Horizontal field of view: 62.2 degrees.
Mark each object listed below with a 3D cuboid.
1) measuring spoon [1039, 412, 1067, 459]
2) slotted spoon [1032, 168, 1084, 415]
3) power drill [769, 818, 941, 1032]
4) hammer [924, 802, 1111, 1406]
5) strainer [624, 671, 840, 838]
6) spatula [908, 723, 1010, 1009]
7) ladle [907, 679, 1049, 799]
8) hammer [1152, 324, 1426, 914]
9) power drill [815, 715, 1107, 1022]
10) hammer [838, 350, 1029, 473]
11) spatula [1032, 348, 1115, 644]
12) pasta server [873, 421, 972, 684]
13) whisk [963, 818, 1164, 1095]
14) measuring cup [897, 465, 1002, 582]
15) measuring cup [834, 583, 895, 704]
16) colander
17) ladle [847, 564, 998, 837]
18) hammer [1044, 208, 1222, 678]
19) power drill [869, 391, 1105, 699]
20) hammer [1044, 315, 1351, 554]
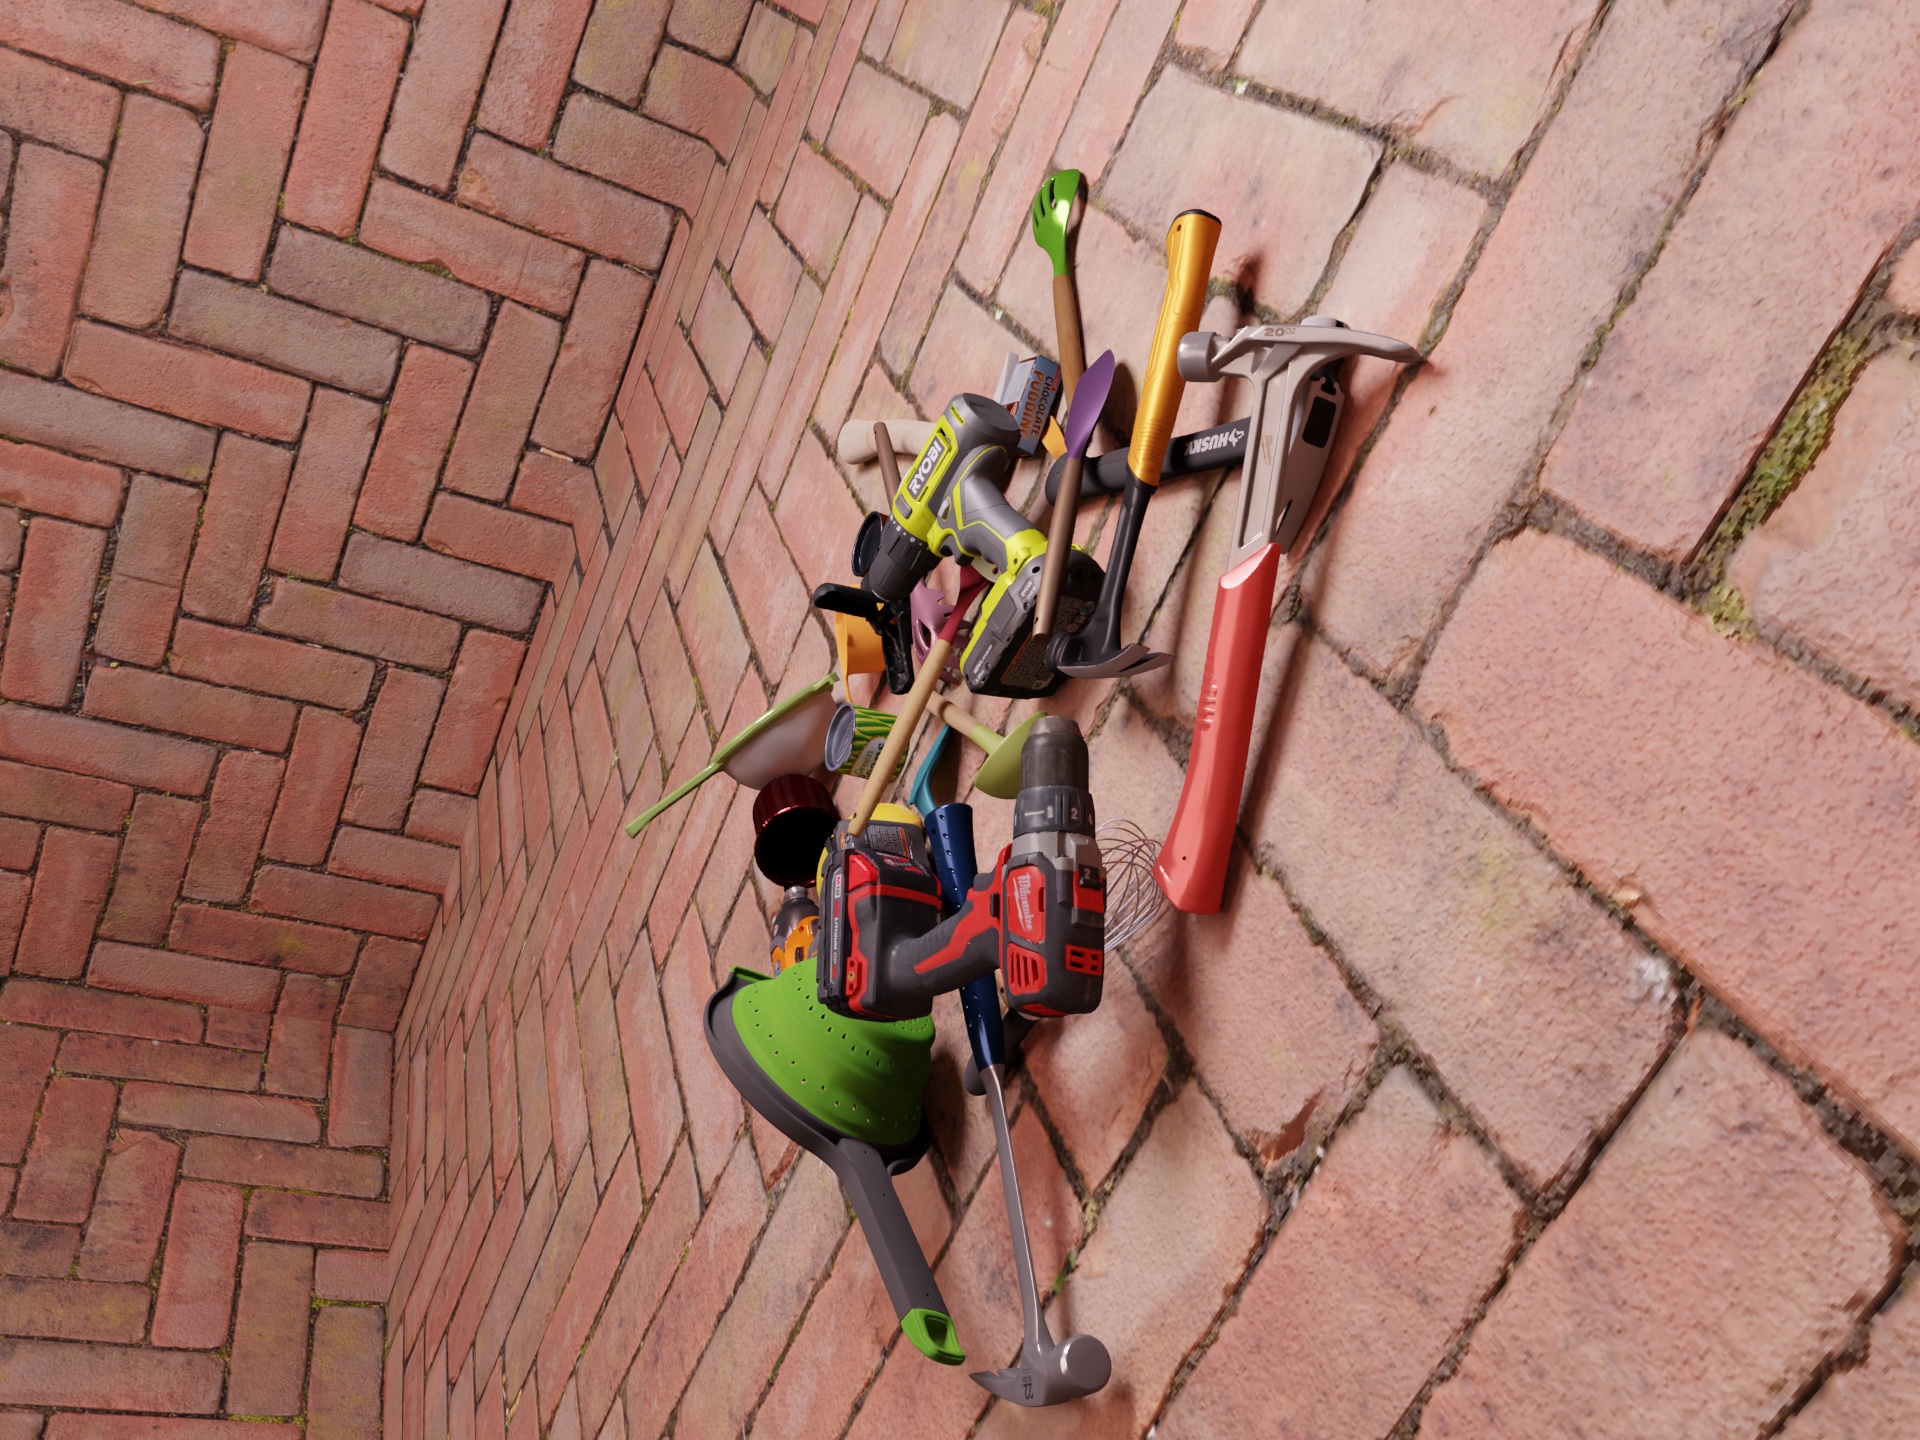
[{"bbox_3d":[0.083,-0.232,1.331,0.021,0.011,0.117,-59,26,23],"label":"measuring spoon"},{"bbox_3d":[0.090,-0.361,1.367,0.070,0.031,0.314,-44,41,48],"label":"slotted spoon"},{"bbox_3d":[-0.105,0.178,1.398,0.226,0.084,0.164,-54,40,44],"label":"power drill"},{"bbox_3d":[0.020,0.250,1.082,0.144,0.035,0.406,128,138,-53],"label":"hammer"},{"bbox_3d":[-0.214,0.057,1.592,0.256,0.069,0.151,-37,-3,-20],"label":"strainer"},{"bbox_3d":[0.004,0.112,1.290,0.082,0.044,0.318,-58,34,28],"label":"spatula"},{"bbox_3d":[-0.002,-0.004,1.314,0.078,0.062,0.320,-46,26,-5],"label":"ladle"},{"bbox_3d":[0.179,-0.059,0.968,0.149,0.036,0.359,10,93,32],"label":"hammer"},{"bbox_3d":[0.005,0.106,1.045,0.227,0.080,0.188,-18,64,45],"label":"power drill"},{"bbox_3d":[-0.038,-0.289,1.580,0.411,0.038,0.146,27,99,65],"label":"hammer"},{"bbox_3d":[0.083,-0.174,1.179,0.059,0.018,0.316,-40,27,44],"label":"spatula"},{"bbox_3d":[-0.043,-0.165,1.478,0.060,0.040,0.317,-52,40,40],"label":"pasta server"},{"bbox_3d":[0.063,0.174,1.101,0.070,0.070,0.284,-103,33,-45],"label":"whisk"},{"bbox_3d":[0.004,-0.163,1.362,0.083,0.038,0.168,-56,49,20],"label":"measuring cup"},{"bbox_3d":[-0.087,-0.048,1.544,0.095,0.052,0.173,-137,40,-75],"label":"measuring cup"},{"bbox_3d":[-0.058,0.281,1.151,0.094,0.204,0.398,-53,35,12],"label":"colander"},{"bbox_3d":[-0.024,-0.044,1.344,0.069,0.031,0.315,-3,59,59],"label":"ladle"},{"bbox_3d":[0.133,-0.193,1.093,0.127,0.034,0.337,-1,74,65],"label":"hammer"},{"bbox_3d":[0.012,-0.123,1.264,0.190,0.080,0.229,-57,46,29],"label":"power drill"},{"bbox_3d":[0.150,-0.182,1.133,0.335,0.035,0.146,2,78,64],"label":"hammer"}]
